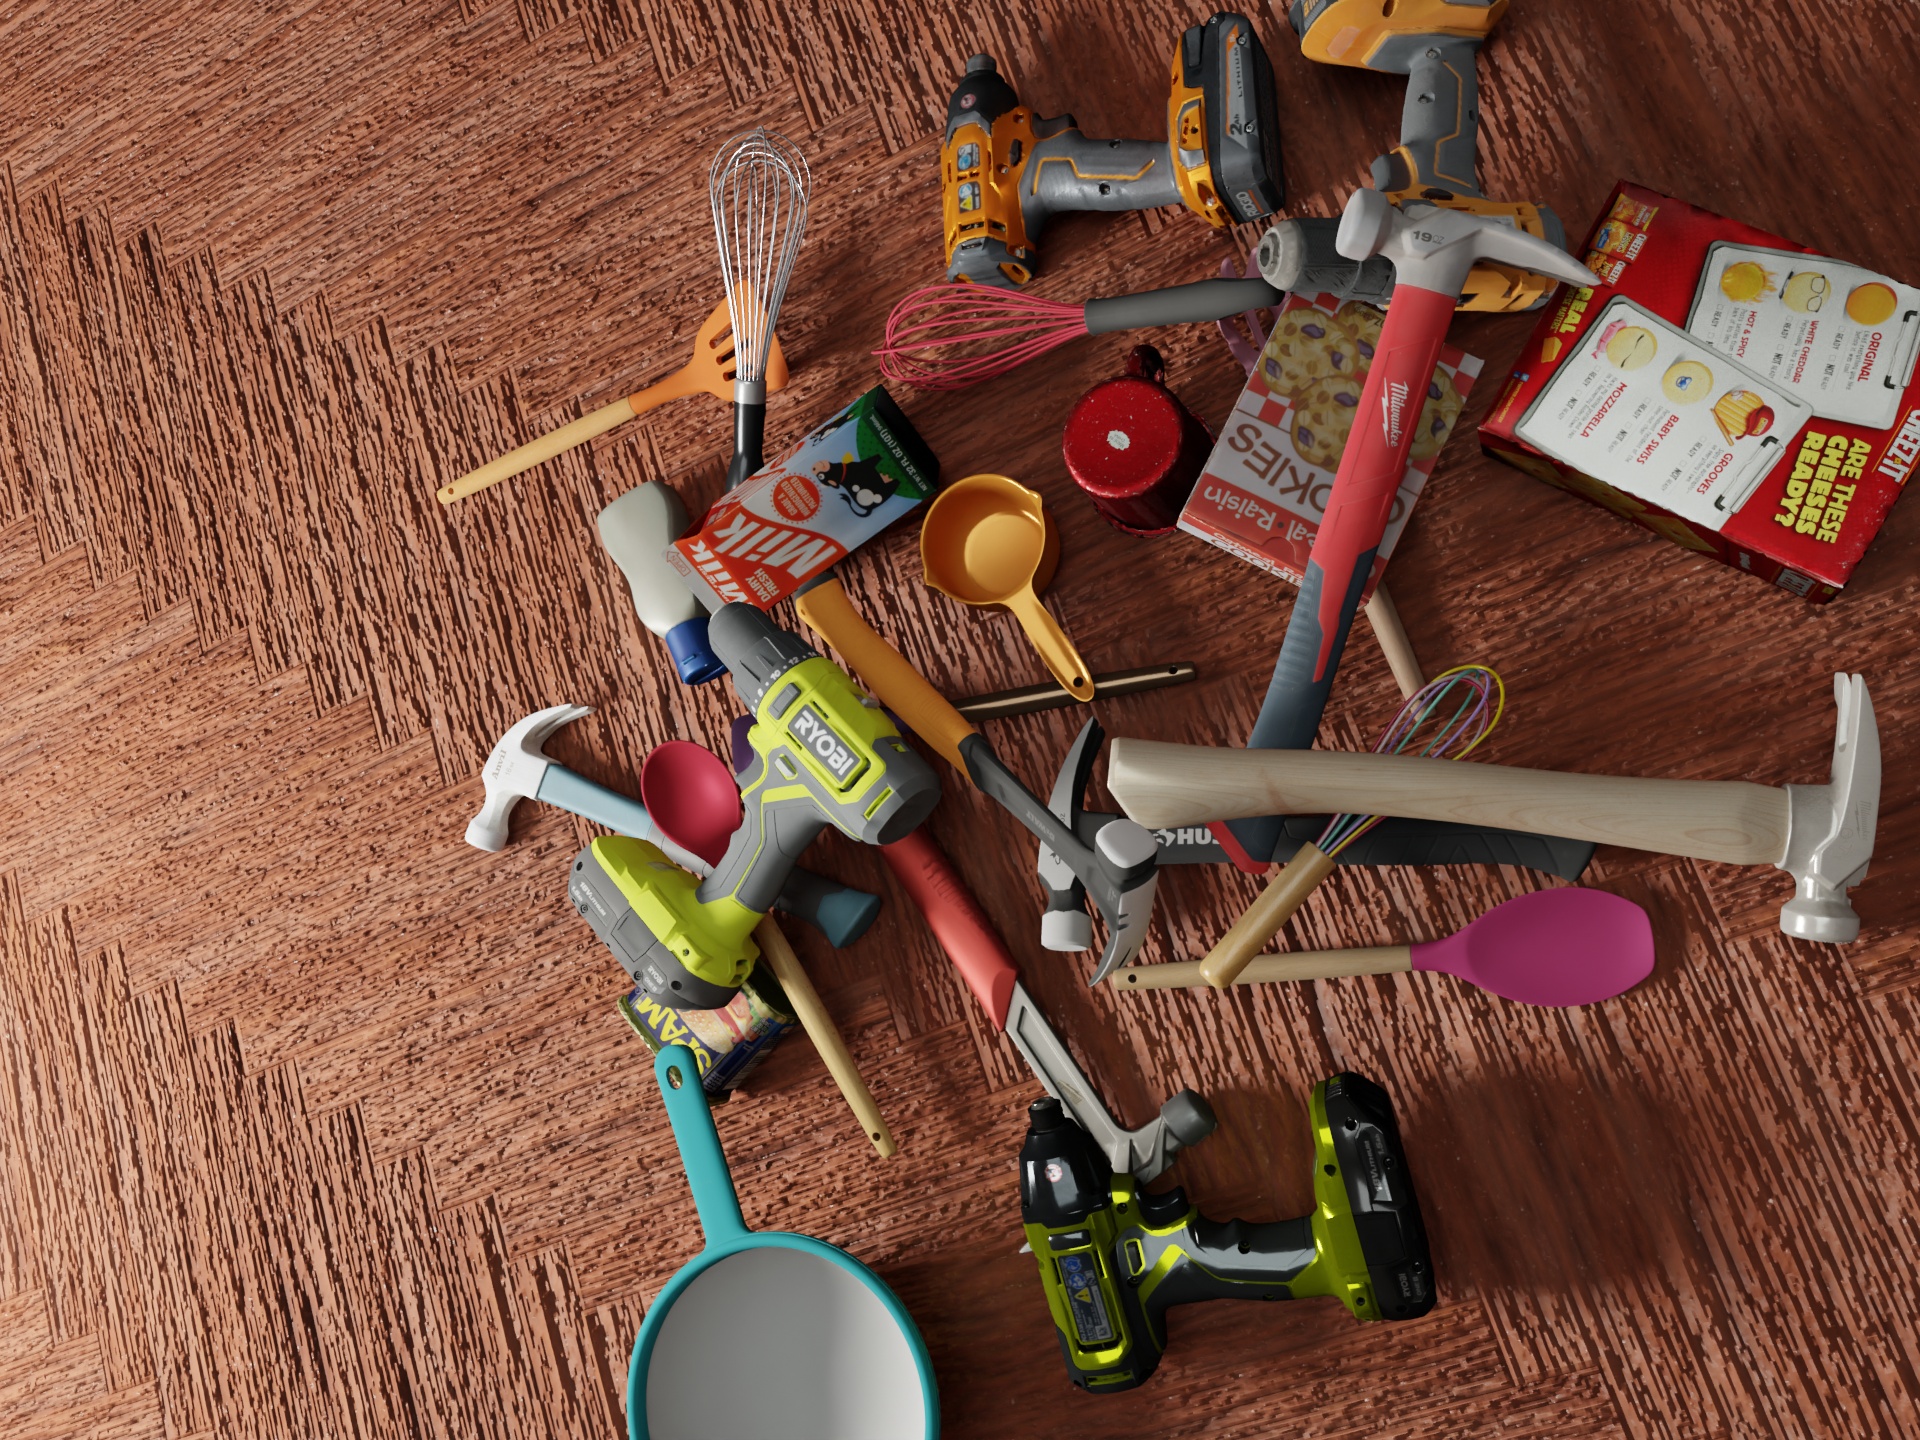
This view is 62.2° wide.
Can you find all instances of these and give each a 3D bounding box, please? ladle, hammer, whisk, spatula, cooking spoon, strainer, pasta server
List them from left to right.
[{"bbox_3d":[-0.269,-0.228,1.193,0.322,0.041,0.081,-21,94,19],"label":"spatula"},{"bbox_3d":[-0.206,0.084,1.135,0.331,0.033,0.128,21,92,22],"label":"hammer"},{"bbox_3d":[-0.144,-0.261,1.100,0.070,0.070,0.284,14,113,22],"label":"whisk"},{"bbox_3d":[-0.121,0.373,1.035,0.211,0.095,0.341,-25,73,14],"label":"strainer"},{"bbox_3d":[-0.124,0.150,1.066,0.069,0.031,0.315,-36,76,18],"label":"ladle"},{"bbox_3d":[-0.002,-0.003,1.051,0.316,0.018,0.060,-11,72,10],"label":"spatula"},{"bbox_3d":[-0.001,0.018,0.992,0.034,0.127,0.337,-28,53,-25],"label":"hammer"},{"bbox_3d":[0.005,0.159,1.043,0.149,0.036,0.359,-39,72,12],"label":"hammer"},{"bbox_3d":[0.068,-0.260,1.035,0.296,0.073,0.073,0,83,31],"label":"whisk"},{"bbox_3d":[0.213,0.067,0.968,0.335,0.035,0.146,-2,72,18],"label":"hammer"},{"bbox_3d":[0.231,-0.148,0.994,0.060,0.040,0.316,-19,78,-1],"label":"pasta server"},{"bbox_3d":[0.227,0.062,0.925,0.047,0.051,0.245,42,93,18],"label":"whisk"},{"bbox_3d":[0.247,0.145,0.961,0.319,0.017,0.069,-8,88,20],"label":"cooking spoon"},{"bbox_3d":[0.234,-0.092,0.910,0.143,0.038,0.386,16,100,-1],"label":"hammer"},{"bbox_3d":[0.289,0.032,0.882,0.410,0.038,0.146,5,93,5],"label":"hammer"}]

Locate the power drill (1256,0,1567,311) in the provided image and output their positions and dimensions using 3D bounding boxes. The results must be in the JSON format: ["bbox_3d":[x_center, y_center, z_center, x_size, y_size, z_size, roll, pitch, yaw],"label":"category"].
[{"bbox_3d":[0.255,-0.352,0.952,0.185,0.084,0.226,-4,80,-14],"label":"power drill"}]

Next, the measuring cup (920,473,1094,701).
[{"bbox_3d":[0.045,-0.082,1.050,0.095,0.052,0.174,-36,74,13],"label":"measuring cup"}]

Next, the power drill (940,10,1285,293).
[{"bbox_3d":[0.092,-0.387,1.056,0.226,0.084,0.164,-7,80,24],"label":"power drill"}]

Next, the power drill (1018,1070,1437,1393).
[{"bbox_3d":[0.149,0.288,0.929,0.223,0.080,0.171,-15,91,14],"label":"power drill"}]

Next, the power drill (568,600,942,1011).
[{"bbox_3d":[-0.144,0.054,1.022,0.191,0.080,0.228,45,103,20],"label":"power drill"}]
